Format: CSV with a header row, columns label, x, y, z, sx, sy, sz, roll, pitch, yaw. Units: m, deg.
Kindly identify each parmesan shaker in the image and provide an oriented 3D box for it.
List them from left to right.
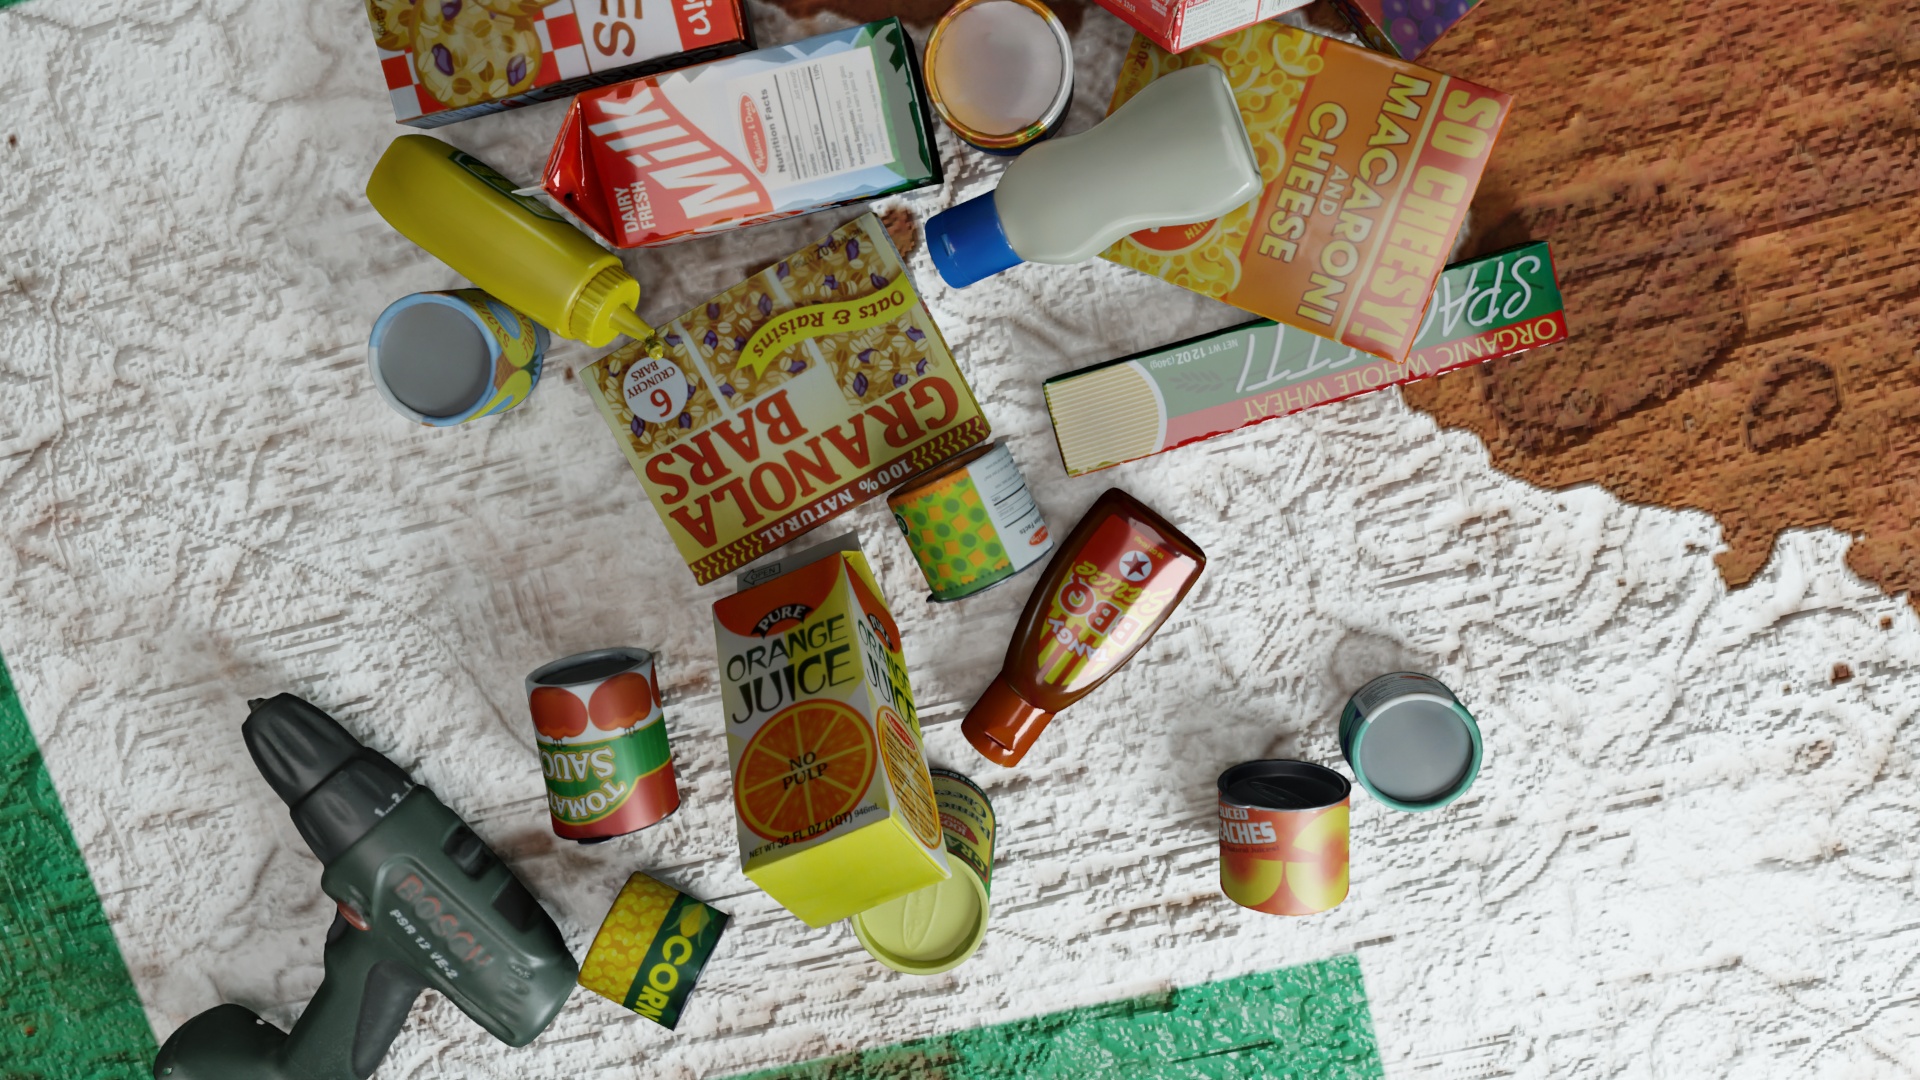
label,x,y,z,sx,sy,sz,roll,pitch,yaw
parmesan shaker,-0.019,0.163,0.703,0.071,0.103,0.071,1,102,3

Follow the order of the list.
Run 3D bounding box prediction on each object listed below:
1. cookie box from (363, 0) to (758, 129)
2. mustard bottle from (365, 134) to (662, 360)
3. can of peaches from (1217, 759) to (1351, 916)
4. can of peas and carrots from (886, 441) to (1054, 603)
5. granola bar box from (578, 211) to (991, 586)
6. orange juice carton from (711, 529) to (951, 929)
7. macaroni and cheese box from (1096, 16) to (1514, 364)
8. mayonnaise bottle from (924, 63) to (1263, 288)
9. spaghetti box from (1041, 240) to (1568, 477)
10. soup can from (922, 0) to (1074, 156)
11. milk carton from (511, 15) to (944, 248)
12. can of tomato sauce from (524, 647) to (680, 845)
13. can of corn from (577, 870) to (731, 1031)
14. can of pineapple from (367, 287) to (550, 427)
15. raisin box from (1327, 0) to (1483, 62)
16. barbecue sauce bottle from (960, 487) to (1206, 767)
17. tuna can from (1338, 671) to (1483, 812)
label,x,y,z,sx,sy,sz,roll,pitch,yaw
cookie box,-0.188,-0.268,0.632,0.167,0.040,0.122,-11,101,5
mustard bottle,-0.204,-0.135,0.667,0.160,0.065,0.048,34,101,5
can of peaches,0.162,0.151,0.706,0.071,0.071,0.058,-2,103,5
can of peas and carrots,0.002,-0.009,0.686,0.071,0.071,0.058,-25,99,9
granola bar box,-0.085,-0.070,0.693,0.165,0.039,0.124,-27,98,9
orange juice carton,-0.067,0.077,0.665,0.072,0.193,0.072,-23,139,8
macaroni and cheese box,0.146,-0.166,0.635,0.166,0.040,0.123,23,103,16
mayonnaise bottle,0.056,-0.156,0.624,0.148,0.041,0.064,-18,92,22
spaghetti box,0.165,-0.088,0.677,0.250,0.029,0.050,-15,100,7
soup can,0.016,-0.211,0.633,0.071,0.084,0.071,1,102,4
milk carton,-0.110,-0.184,0.654,0.190,0.072,0.073,-12,101,5
can of tomato sauce,-0.186,0.105,0.720,0.071,0.071,0.083,-7,101,5
can of corn,-0.164,0.219,0.742,0.058,0.071,0.071,26,103,-1
can of pineapple,-0.248,-0.093,0.689,0.071,0.058,0.071,1,102,4
raisin box,0.192,-0.287,0.629,0.086,0.040,0.123,-41,95,10
barbecue sauce bottle,0.057,0.048,0.705,0.065,0.044,0.148,36,102,-4
tuna can,0.230,0.106,0.710,0.071,0.033,0.071,1,101,4
